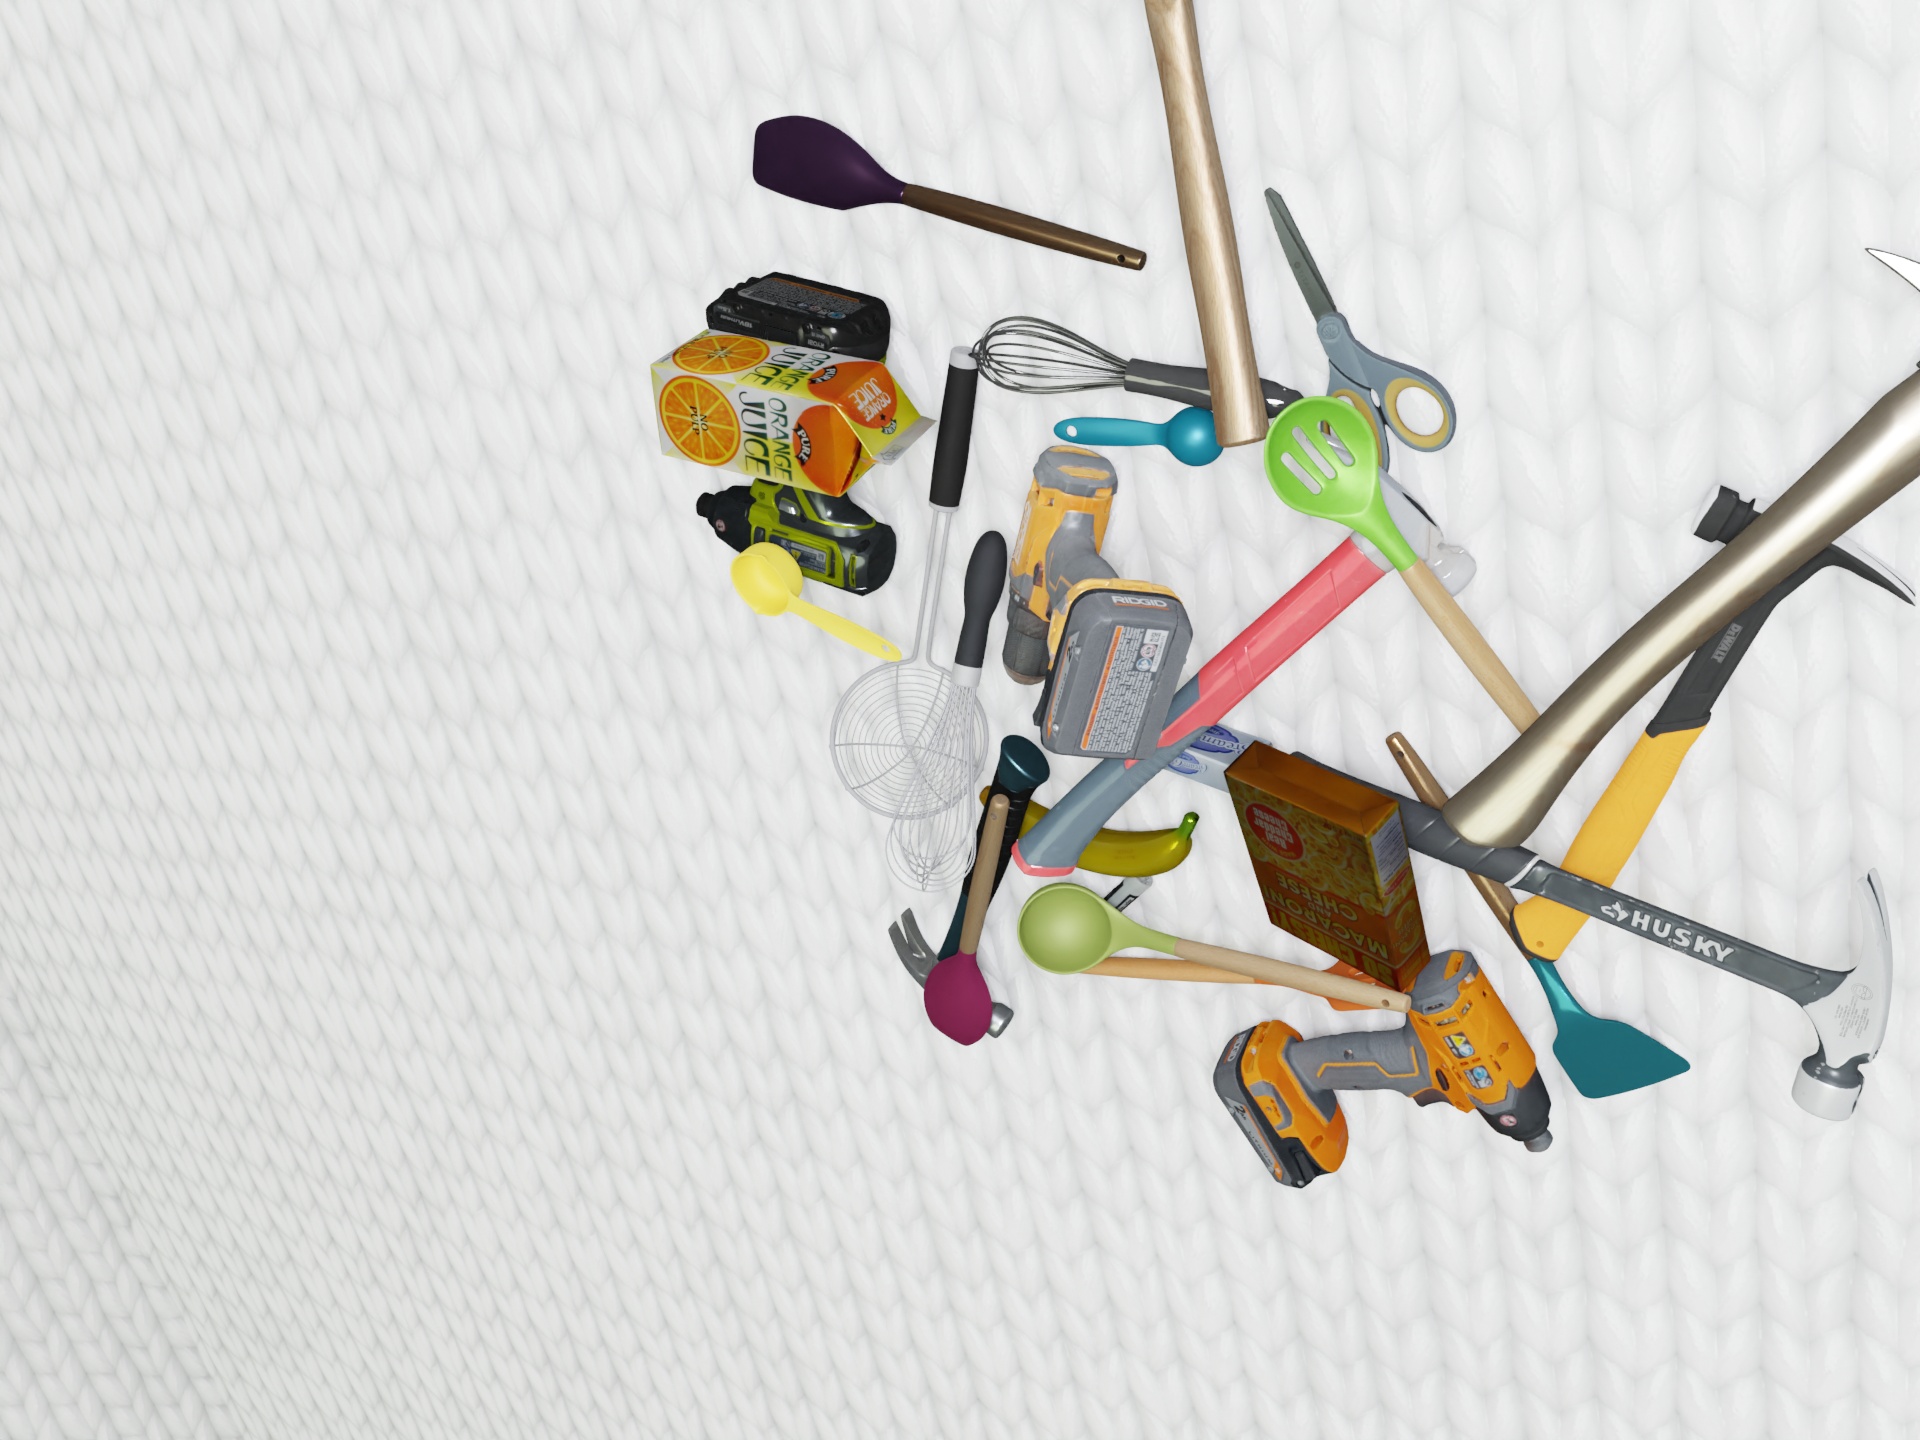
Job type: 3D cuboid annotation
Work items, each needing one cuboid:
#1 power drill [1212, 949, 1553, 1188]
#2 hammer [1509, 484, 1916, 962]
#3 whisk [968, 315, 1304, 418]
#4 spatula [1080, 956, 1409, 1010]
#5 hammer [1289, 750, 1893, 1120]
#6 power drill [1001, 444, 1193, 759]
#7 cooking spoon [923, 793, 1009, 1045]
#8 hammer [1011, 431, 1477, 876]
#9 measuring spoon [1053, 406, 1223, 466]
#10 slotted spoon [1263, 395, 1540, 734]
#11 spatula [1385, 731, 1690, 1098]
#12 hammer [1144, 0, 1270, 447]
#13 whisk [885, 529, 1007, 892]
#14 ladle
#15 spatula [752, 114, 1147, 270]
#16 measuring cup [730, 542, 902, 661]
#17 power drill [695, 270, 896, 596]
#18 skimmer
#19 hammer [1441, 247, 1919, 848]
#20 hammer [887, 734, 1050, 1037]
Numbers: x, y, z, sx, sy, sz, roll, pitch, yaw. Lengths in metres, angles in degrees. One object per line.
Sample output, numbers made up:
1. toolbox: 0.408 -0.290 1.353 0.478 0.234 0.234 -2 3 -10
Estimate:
1. power drill: 0.326 0.280 1.208 0.226 0.084 0.164 -29 99 35
2. hammer: 0.450 0.025 1.006 0.127 0.034 0.336 29 122 16
3. whisk: 0.117 -0.234 1.083 0.239 0.055 0.055 15 122 19
4. spatula: 0.209 0.193 1.252 0.323 0.081 0.041 -4 135 38
5. hammer: 0.384 0.101 1.032 0.409 0.036 0.149 24 118 39
6. power drill: 0.078 -0.062 1.100 0.084 0.226 0.185 4 124 -14
7. cooking spoon: 0.009 0.172 1.310 0.069 0.017 0.318 29 137 18
8. hammer: 0.160 -0.026 1.103 0.143 0.038 0.386 41 117 -9
9. measuring spoon: 0.120 -0.198 1.110 0.129 0.021 0.042 8 118 26
10. slotted spoon: 0.297 -0.079 1.009 0.070 0.031 0.313 -40 104 8
11. spatula: 0.394 0.140 1.128 0.082 0.044 0.317 -33 91 38
12. hammer: 0.152 -0.337 0.993 0.130 0.031 0.331 -4 106 32
13. whisk: -0.001 -0.004 1.204 0.070 0.070 0.284 17 103 23
14. ladle: 0.181 0.182 1.201 0.320 0.062 0.078 9 111 38
15. spatula: -0.015 -0.363 1.107 0.316 0.018 0.059 23 124 20
16. measuring cup: -0.107 -0.089 1.229 0.156 0.029 0.062 28 138 13
17. power drill: -0.131 -0.218 1.220 0.171 0.080 0.223 20 127 20
18. skimmer: -0.023 -0.097 1.208 0.127 0.090 0.363 10 120 1
19. hammer: 0.429 -0.076 0.929 0.146 0.038 0.410 45 120 10
20. hammer: 0.018 0.135 1.314 0.128 0.033 0.330 32 137 15
